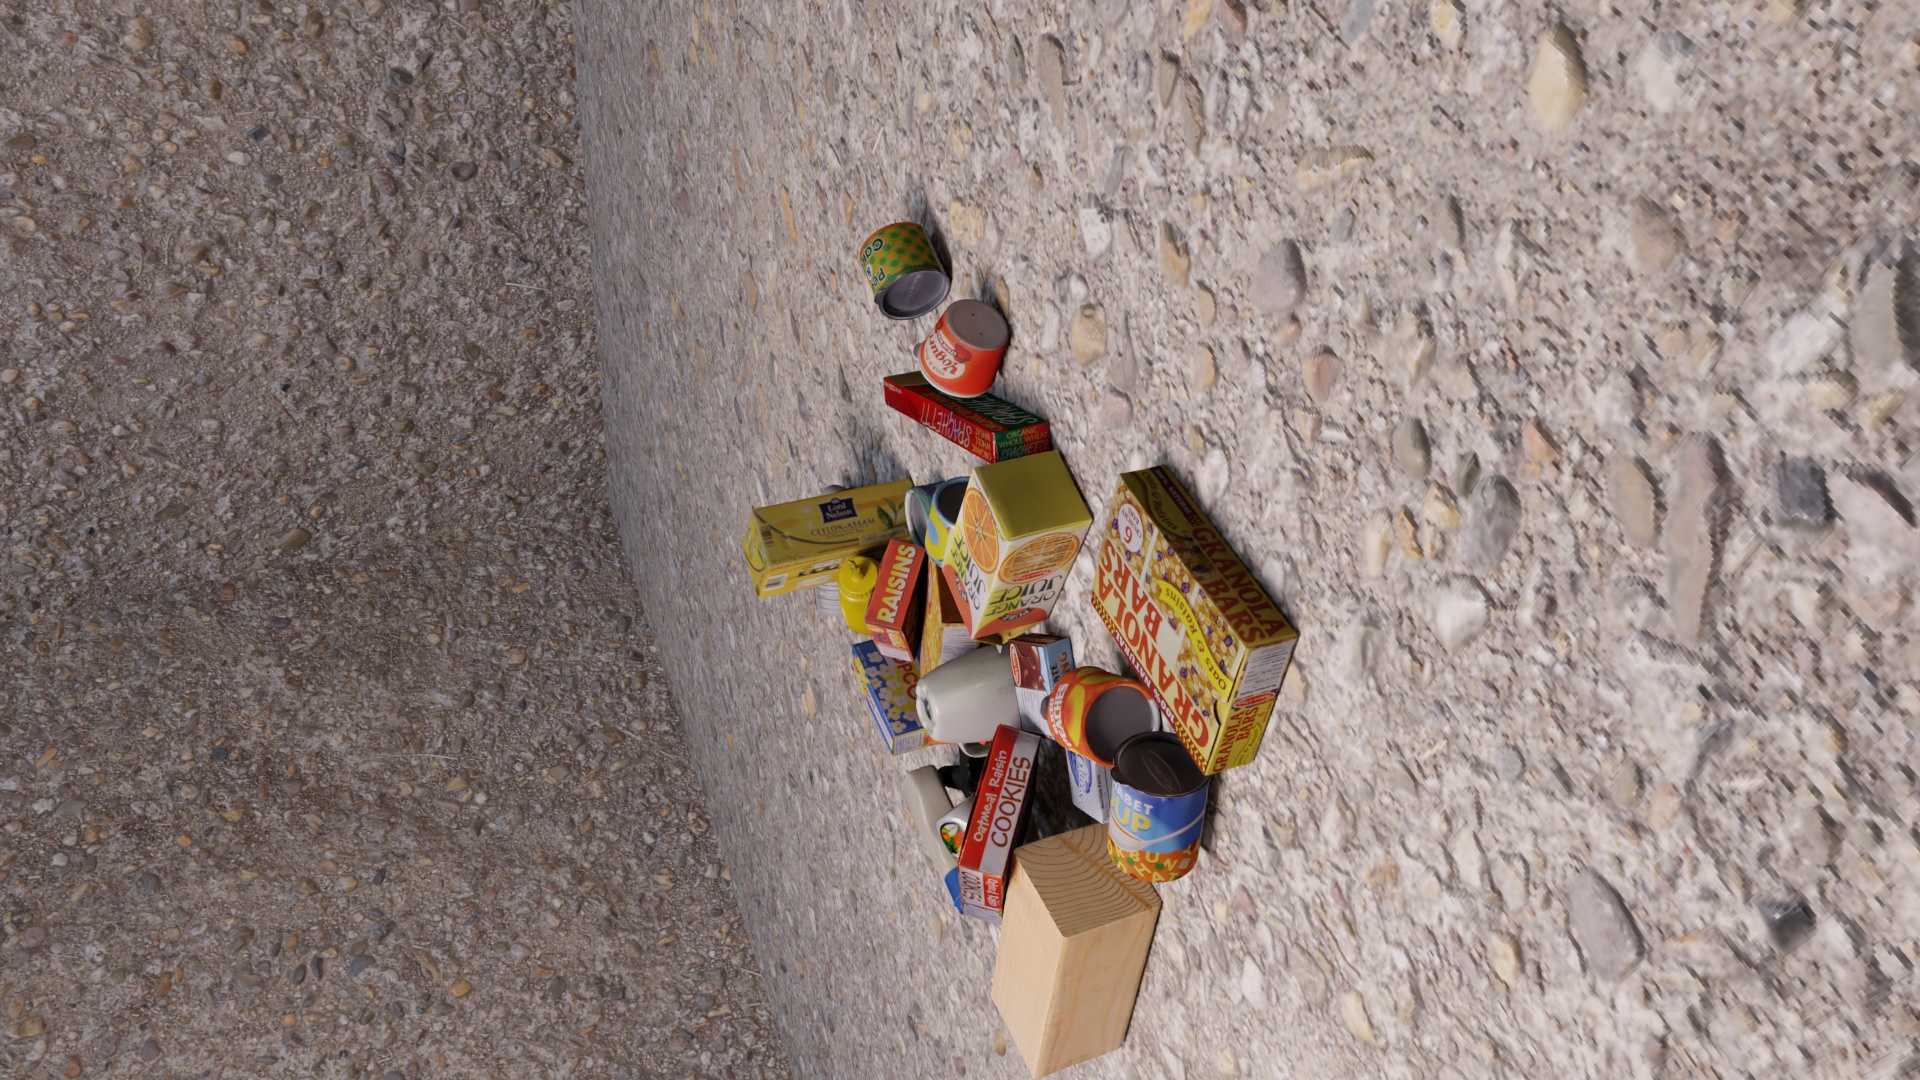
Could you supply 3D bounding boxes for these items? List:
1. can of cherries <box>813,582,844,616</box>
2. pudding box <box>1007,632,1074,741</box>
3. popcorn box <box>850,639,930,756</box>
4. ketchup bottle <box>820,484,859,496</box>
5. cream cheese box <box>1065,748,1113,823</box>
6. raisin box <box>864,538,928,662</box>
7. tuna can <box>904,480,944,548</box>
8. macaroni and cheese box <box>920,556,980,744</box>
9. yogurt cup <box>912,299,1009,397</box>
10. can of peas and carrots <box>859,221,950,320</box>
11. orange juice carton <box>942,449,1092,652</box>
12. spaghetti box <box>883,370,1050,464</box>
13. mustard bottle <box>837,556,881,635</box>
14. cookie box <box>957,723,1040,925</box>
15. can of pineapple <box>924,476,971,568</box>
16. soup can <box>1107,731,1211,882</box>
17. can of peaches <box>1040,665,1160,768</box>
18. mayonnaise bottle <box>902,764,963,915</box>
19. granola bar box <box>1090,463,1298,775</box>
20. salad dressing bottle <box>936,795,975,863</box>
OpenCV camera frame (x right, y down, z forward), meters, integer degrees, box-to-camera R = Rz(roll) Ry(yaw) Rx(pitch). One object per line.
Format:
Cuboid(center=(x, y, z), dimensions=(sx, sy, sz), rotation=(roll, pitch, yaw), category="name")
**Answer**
Cuboid(center=(-0.139, 0.049, 1.632), dimensions=(0.071, 0.072, 0.058), rotation=(-142, 43, -60), category="can of cherries")
Cuboid(center=(0.070, 0.120, 1.144), dimensions=(0.049, 0.030, 0.083), rotation=(1, 104, 54), category="pudding box")
Cuboid(center=(-0.052, 0.153, 1.426), dimensions=(0.038, 0.085, 0.127), rotation=(97, 152, -45), category="popcorn box")
Cuboid(center=(-0.121, -0.031, 1.562), dimensions=(0.149, 0.043, 0.064), rotation=(-149, 52, -63), category="ketchup bottle")
Cuboid(center=(0.104, 0.167, 1.104), dimensions=(0.053, 0.024, 0.103), rotation=(-161, 61, -65), category="cream cheese box")
Cuboid(center=(-0.057, 0.059, 1.345), dimensions=(0.123, 0.040, 0.086), rotation=(80, -154, -71), category="raisin box")
Cuboid(center=(-0.026, -0.021, 1.329), dimensions=(0.071, 0.033, 0.071), rotation=(169, 89, -70), category="tuna can")
Cuboid(center=(-0.011, 0.091, 1.297), dimensions=(0.124, 0.040, 0.165), rotation=(-97, 10, -48), category="macaroni and cheese box")
Cuboid(center=(0.005, -0.158, 1.123), dimensions=(0.072, 0.072, 0.053), rotation=(67, 149, 26), category="yogurt cup")
Cuboid(center=(-0.051, -0.235, 1.214), dimensions=(0.070, 0.071, 0.059), rotation=(111, 142, -56), category="can of peas and carrots")
Cuboid(center=(0.038, 0.016, 1.121), dimensions=(0.191, 0.073, 0.072), rotation=(108, 144, -55), category="orange juice carton")
Cuboid(center=(0.000, -0.109, 1.182), dimensions=(0.250, 0.050, 0.028), rotation=(-145, 45, -61), category="spaghetti box")
Cuboid(center=(-0.094, 0.050, 1.387), dimensions=(0.159, 0.049, 0.065), rotation=(75, -154, -71), category="mustard bottle")
Cuboid(center=(0.032, 0.244, 1.178), dimensions=(0.166, 0.040, 0.123), rotation=(87, -162, -62), category="cookie box")
Cuboid(center=(0.004, -0.015, 1.203), dimensions=(0.057, 0.071, 0.071), rotation=(102, 148, -48), category="can of pineapple")
Cuboid(center=(0.134, 0.186, 0.965), dimensions=(0.071, 0.071, 0.083), rotation=(-129, 32, -50), category="soup can")
Cuboid(center=(0.102, 0.129, 1.018), dimensions=(0.058, 0.071, 0.071), rotation=(-168, 67, -67), category="can of peaches")
Cuboid(center=(-0.013, 0.297, 1.372), dimensions=(0.064, 0.041, 0.148), rotation=(91, 156, -50), category="mayonnaise bottle")
Cuboid(center=(0.145, 0.050, 0.904), dimensions=(0.123, 0.039, 0.166), rotation=(97, 153, -43), category="granola bar box")
Cuboid(center=(0.037, 0.308, 1.285), dimensions=(0.148, 0.044, 0.064), rotation=(54, 133, 8), category="salad dressing bottle")
